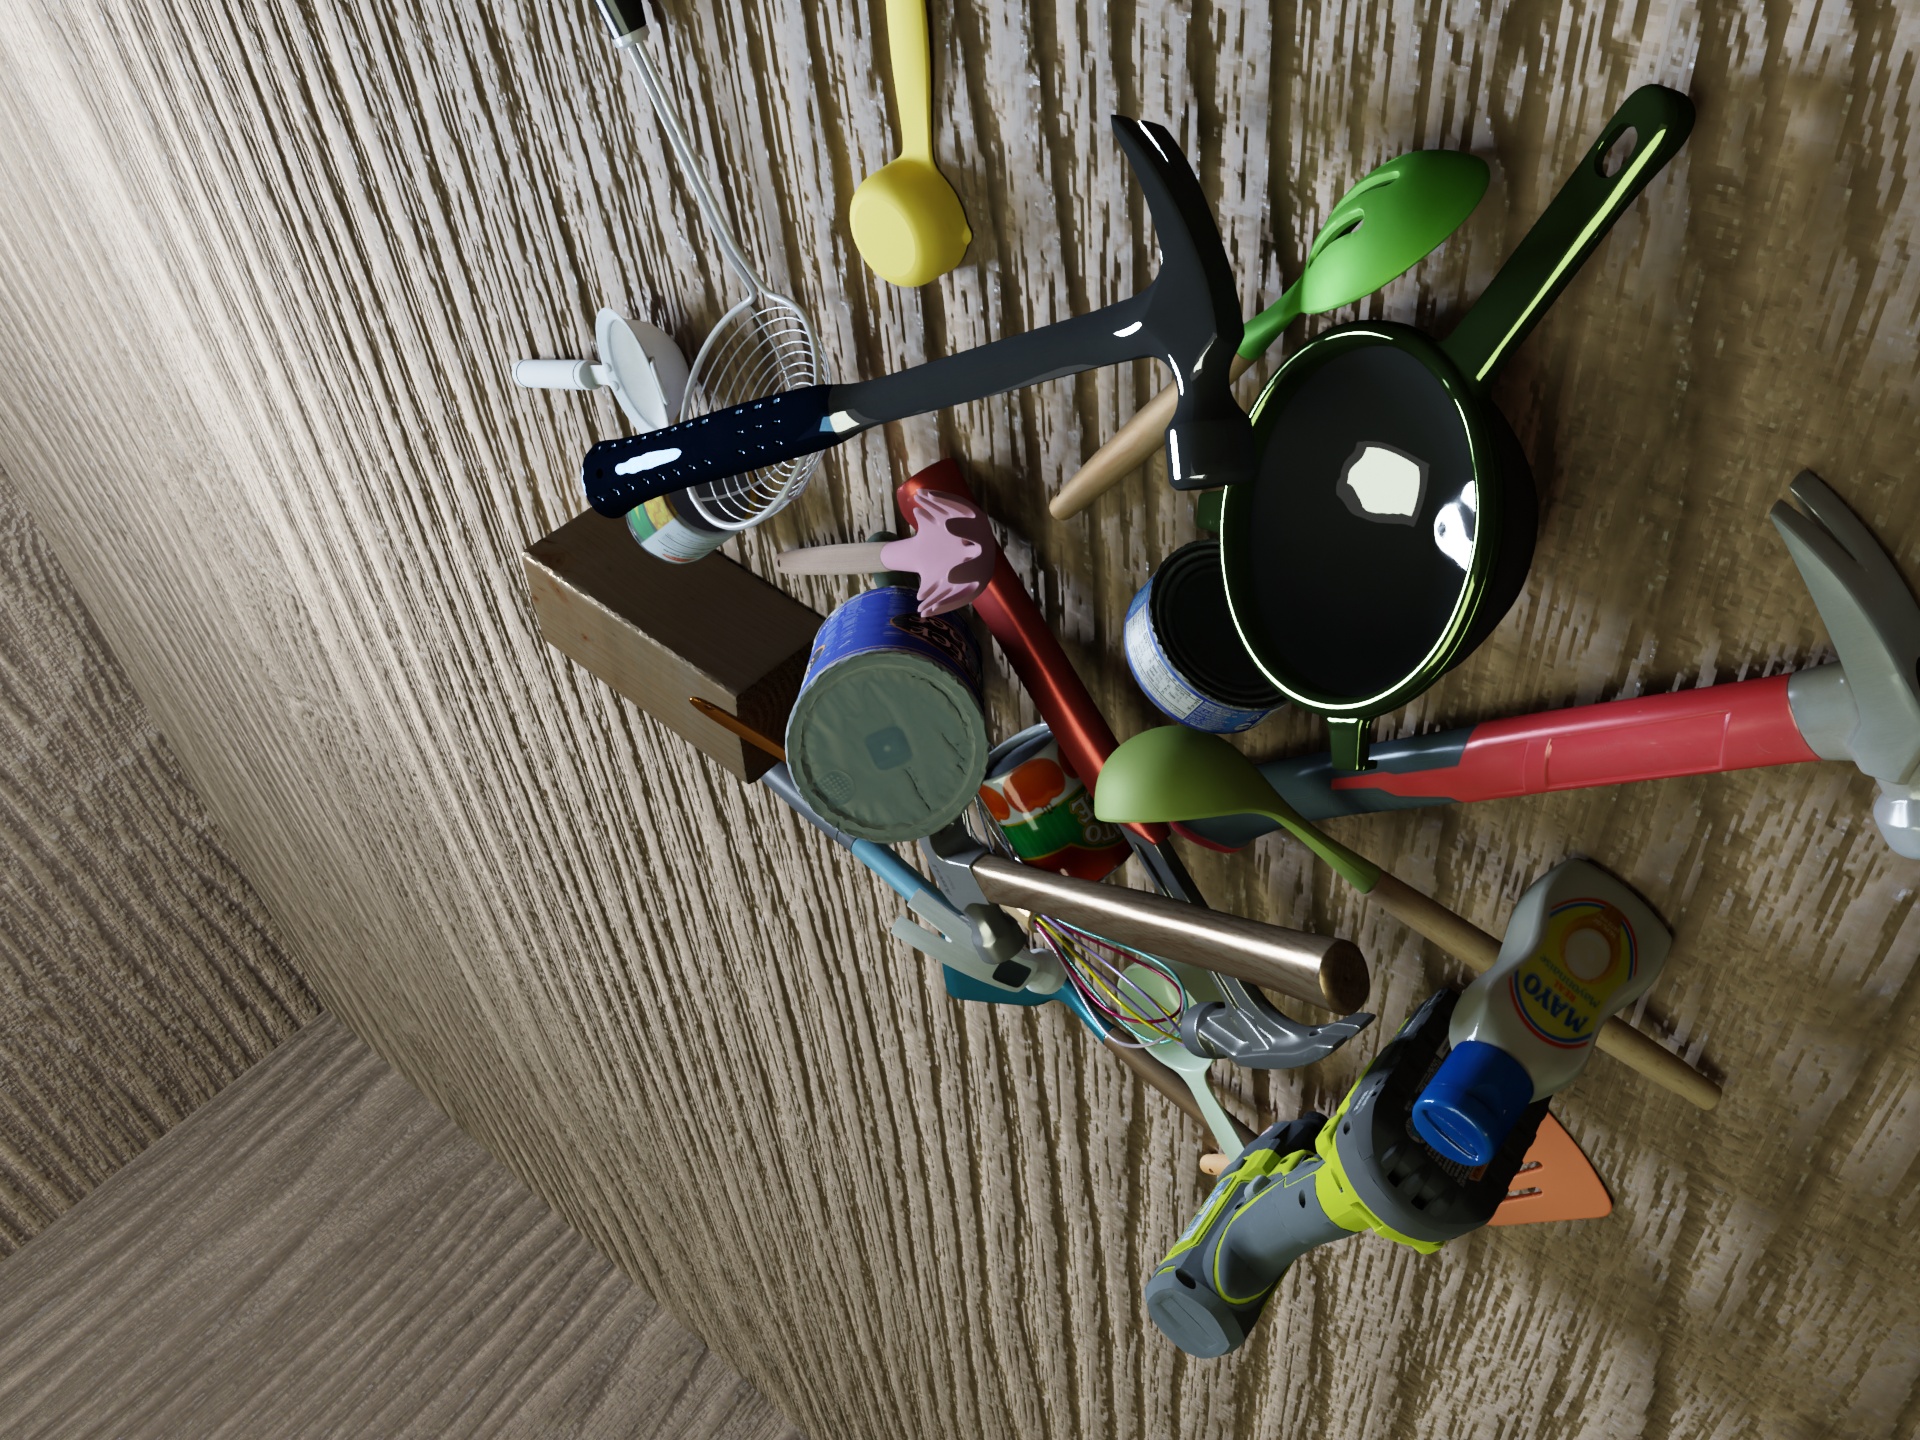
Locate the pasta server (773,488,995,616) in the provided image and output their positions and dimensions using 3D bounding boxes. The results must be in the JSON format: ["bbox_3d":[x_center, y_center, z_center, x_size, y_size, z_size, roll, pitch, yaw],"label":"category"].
[{"bbox_3d":[-0.054,-0.089,0.868,0.316,0.040,0.060,-170,77,-65],"label":"pasta server"}]

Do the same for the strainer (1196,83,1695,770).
[{"bbox_3d":[0.191,-0.110,0.583,0.256,0.069,0.152,-60,41,42],"label":"strainer"}]

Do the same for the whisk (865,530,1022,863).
[{"bbox_3d":[-0.002,-0.003,0.959,0.059,0.058,0.246,-16,113,19],"label":"whisk"}]

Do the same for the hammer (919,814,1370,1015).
[{"bbox_3d":[0.077,0.097,0.819,0.331,0.031,0.130,7,131,57],"label":"hammer"}]

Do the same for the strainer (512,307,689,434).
[{"bbox_3d":[-0.230,-0.220,1.004,0.259,0.050,0.086,16,130,50],"label":"strainer"}]

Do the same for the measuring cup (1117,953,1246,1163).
[{"bbox_3d":[0.157,0.213,0.979,0.083,0.038,0.167,-17,104,56],"label":"measuring cup"}]

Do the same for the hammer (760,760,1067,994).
[{"bbox_3d":[-0.073,0.079,1.094,0.331,0.033,0.128,37,-173,34],"label":"hammer"}]

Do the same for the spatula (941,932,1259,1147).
[{"bbox_3d":[0.111,0.231,1.052,0.318,0.044,0.082,34,142,34],"label":"spatula"}]

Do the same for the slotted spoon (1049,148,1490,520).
[{"bbox_3d":[0.105,-0.144,0.662,0.031,0.070,0.313,35,156,-9],"label":"slotted spoon"}]

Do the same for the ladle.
[{"bbox_3d":[0.206,0.099,0.735,0.320,0.062,0.078,32,-174,0],"label":"ladle"}]

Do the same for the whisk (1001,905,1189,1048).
[{"bbox_3d":[0.061,0.131,0.982,0.245,0.047,0.051,36,128,49],"label":"whisk"}]

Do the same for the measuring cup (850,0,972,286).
[{"bbox_3d":[-0.029,-0.265,0.711,0.062,0.029,0.156,31,146,27],"label":"measuring cup"}]

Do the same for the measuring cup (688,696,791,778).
[{"bbox_3d":[-0.092,0.005,1.002,0.173,0.052,0.095,31,156,-33],"label":"measuring cup"}]

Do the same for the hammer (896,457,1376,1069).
[{"bbox_3d":[0.077,0.021,0.827,0.359,0.037,0.149,59,157,1],"label":"hammer"}]

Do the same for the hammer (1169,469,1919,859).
[{"bbox_3d":[0.218,0.006,0.694,0.386,0.038,0.143,-14,112,56],"label":"hammer"}]

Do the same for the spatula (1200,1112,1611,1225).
[{"bbox_3d":[0.245,0.271,0.969,0.081,0.041,0.322,53,153,-6],"label":"spatula"}]

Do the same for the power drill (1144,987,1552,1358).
[{"bbox_3d":[0.204,0.239,0.854,0.080,0.171,0.223,44,138,7],"label":"power drill"}]

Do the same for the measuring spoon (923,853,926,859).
[{"bbox_3d":[0.016,0.108,1.089,0.117,0.011,0.021,19,142,44],"label":"measuring spoon"}]

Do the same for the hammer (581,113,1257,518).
[{"bbox_3d":[-0.047,-0.150,0.730,0.405,0.035,0.144,-4,94,43],"label":"hammer"}]

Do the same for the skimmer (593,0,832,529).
[{"bbox_3d":[-0.160,-0.275,0.806,0.127,0.090,0.363,9,131,47],"label":"skimmer"}]
